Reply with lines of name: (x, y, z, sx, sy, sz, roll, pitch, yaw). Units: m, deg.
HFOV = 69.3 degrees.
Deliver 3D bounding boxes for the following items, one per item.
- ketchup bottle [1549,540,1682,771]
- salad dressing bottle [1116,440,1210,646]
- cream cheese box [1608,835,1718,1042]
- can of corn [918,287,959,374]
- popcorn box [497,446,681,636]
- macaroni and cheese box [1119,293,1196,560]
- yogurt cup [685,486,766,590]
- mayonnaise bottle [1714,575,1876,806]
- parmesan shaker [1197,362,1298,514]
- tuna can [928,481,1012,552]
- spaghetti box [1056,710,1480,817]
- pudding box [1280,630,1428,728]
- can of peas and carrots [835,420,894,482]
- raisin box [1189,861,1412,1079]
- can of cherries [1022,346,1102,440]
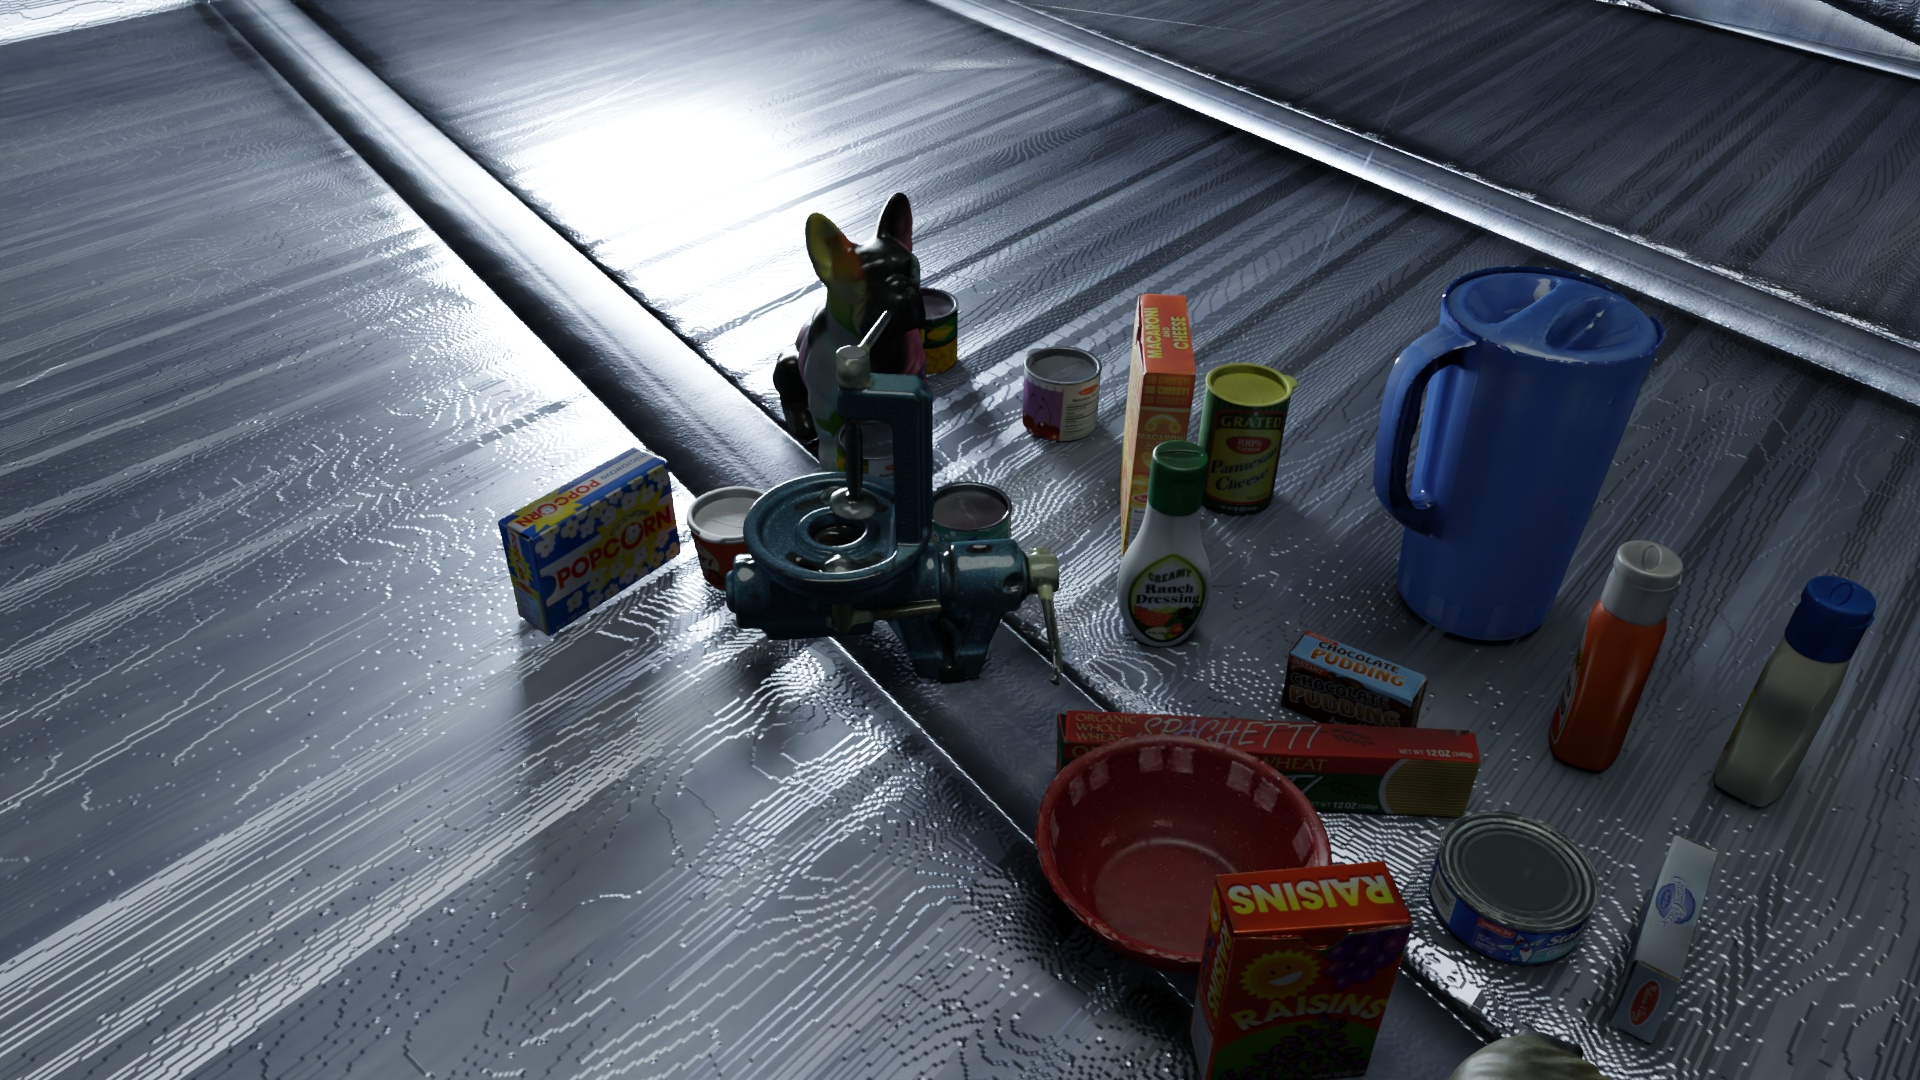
ketchup bottle: (0.404, 0.070, 0.855, 0.043, 0.148, 0.065, 18, 39, 22)
salad dressing bottle: (0.141, 0.003, 0.941, 0.064, 0.146, 0.044, 0, 36, -1)
cream cheese box: (0.375, 0.211, 0.741, 0.024, 0.053, 0.104, 22, 41, 26)
can of corn: (-0.037, -0.192, 1.281, 0.071, 0.058, 0.071, 1, 36, 0)
popcorn box: (-0.261, -0.002, 0.992, 0.038, 0.084, 0.127, 25, 42, 29)
macaroni and cheese box: (0.145, -0.083, 1.044, 0.040, 0.165, 0.124, 3, 36, 3)
yogurt cup: (-0.164, 0.000, 1.018, 0.072, 0.053, 0.073, 1, 36, 0)
mayonnaise bottle: (0.499, 0.089, 0.831, 0.041, 0.147, 0.065, 29, 45, 33)
parmesan shaker: (0.223, -0.079, 1.093, 0.071, 0.102, 0.072, 1, 36, 0)
tuna can: (0.004, -0.013, 1.058, 0.071, 0.032, 0.071, 1, 36, 0)
spaghetti box: (0.183, 0.136, 0.842, 0.250, 0.049, 0.029, 2, 36, 2)
pudding box: (0.253, 0.097, 0.897, 0.084, 0.049, 0.030, 23, 41, 27)
can of peas and carrots: (-0.066, -0.060, 1.098, 0.071, 0.058, 0.071, 1, 36, 0)
raisin box: (0.161, 0.213, 0.674, 0.086, 0.122, 0.040, -3, 36, -5)
can of cherries: (0.085, -0.127, 1.194, 0.071, 0.058, 0.072, 1, 36, 0)
